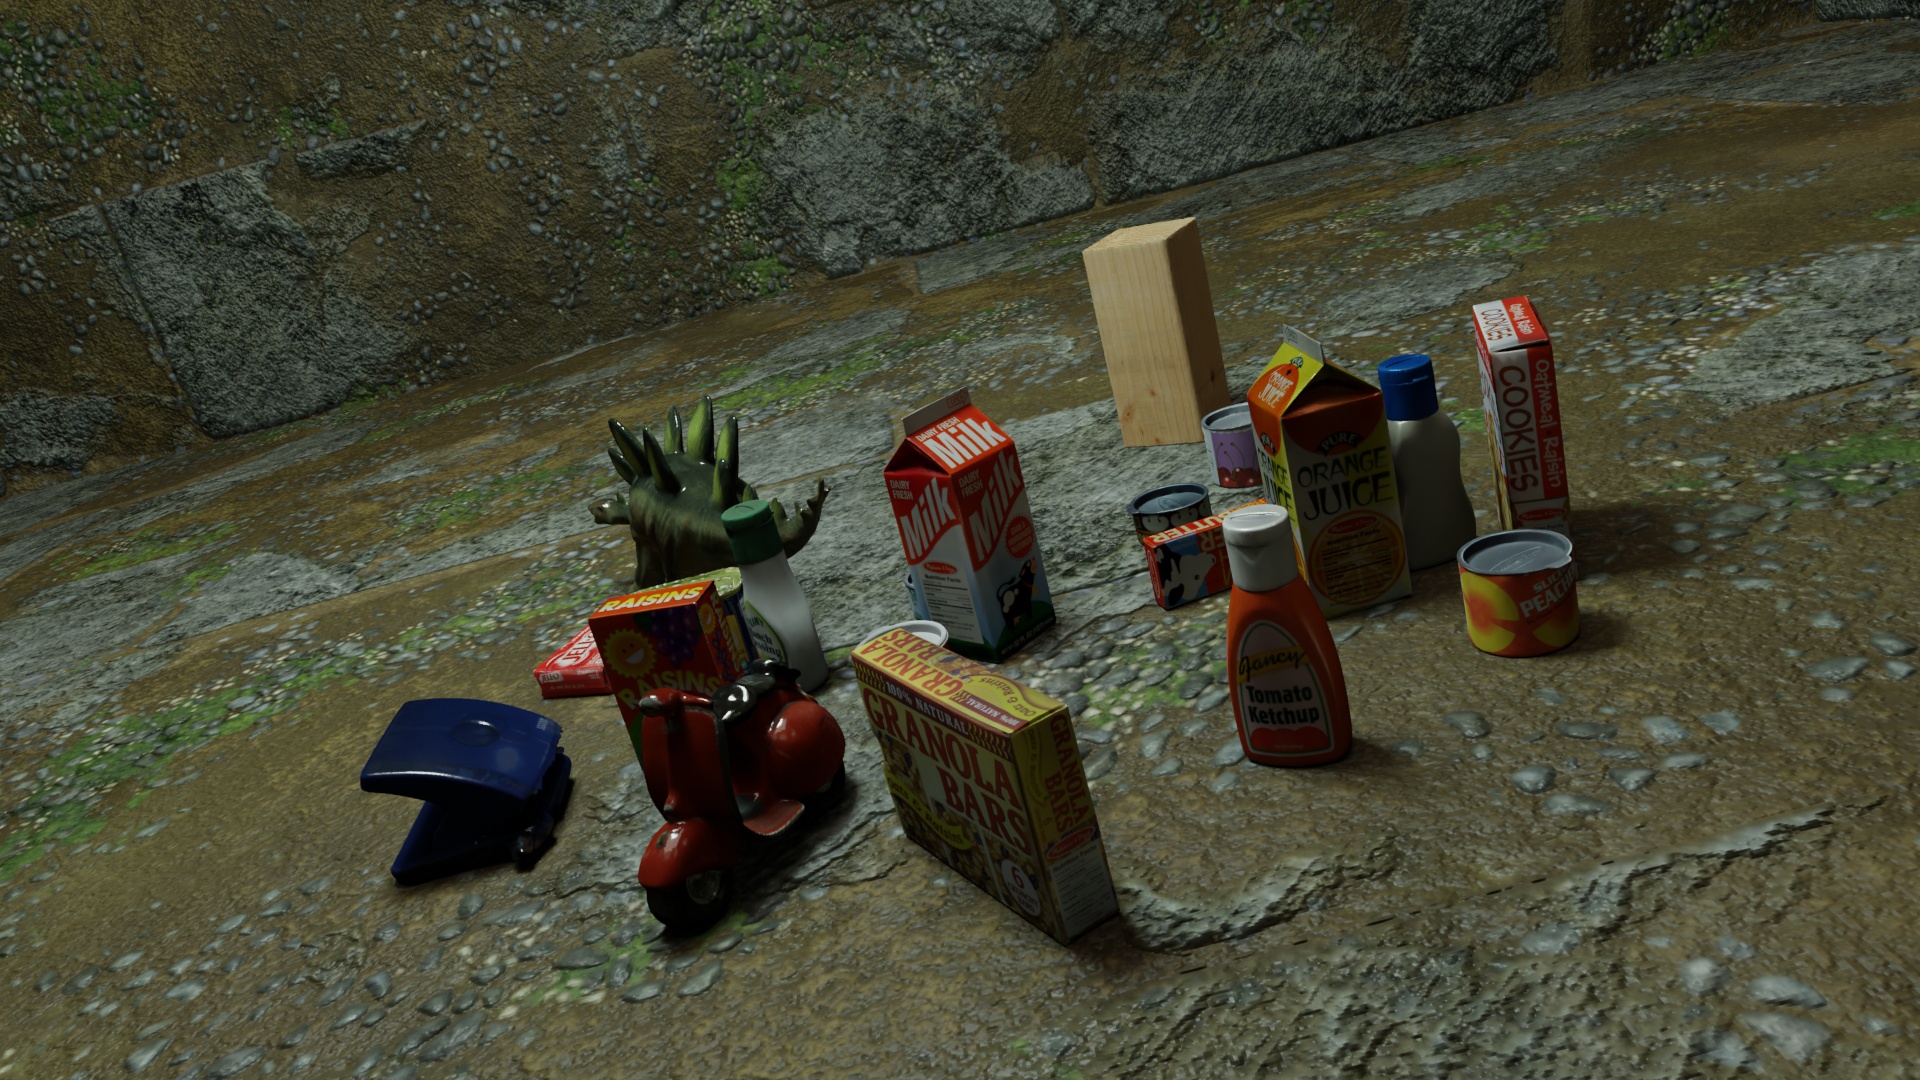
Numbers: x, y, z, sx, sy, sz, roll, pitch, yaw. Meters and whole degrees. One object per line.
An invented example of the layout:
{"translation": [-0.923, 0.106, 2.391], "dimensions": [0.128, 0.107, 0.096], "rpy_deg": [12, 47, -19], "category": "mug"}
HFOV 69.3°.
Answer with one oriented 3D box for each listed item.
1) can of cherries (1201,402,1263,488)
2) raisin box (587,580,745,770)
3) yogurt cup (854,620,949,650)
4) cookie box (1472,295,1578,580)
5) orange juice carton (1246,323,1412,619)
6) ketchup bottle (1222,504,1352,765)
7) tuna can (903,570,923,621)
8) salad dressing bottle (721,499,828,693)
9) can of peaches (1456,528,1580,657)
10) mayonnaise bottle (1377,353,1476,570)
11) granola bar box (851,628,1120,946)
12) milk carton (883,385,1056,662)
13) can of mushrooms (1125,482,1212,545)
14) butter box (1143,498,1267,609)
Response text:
{"translation": [0.255, -0.085, 1.239], "dimensions": [0.071, 0.058, 0.072], "rpy_deg": [-13, 20, 5], "category": "can of cherries"}
{"translation": [-0.198, 0.096, 0.976], "dimensions": [0.086, 0.123, 0.040], "rpy_deg": [-9, 20, 16], "category": "raisin box"}
{"translation": [-0.036, 0.094, 0.966], "dimensions": [0.072, 0.053, 0.072], "rpy_deg": [-13, 20, 5], "category": "yogurt cup"}
{"translation": [0.384, -0.070, 0.945], "dimensions": [0.040, 0.166, 0.123], "rpy_deg": [-9, 20, 18], "category": "cookie box"}
{"translation": [0.249, -0.051, 0.951], "dimensions": [0.073, 0.192, 0.072], "rpy_deg": [-15, 19, -1], "category": "orange juice carton"}
{"translation": [0.179, 0.054, 0.783], "dimensions": [0.064, 0.148, 0.044], "rpy_deg": [-5, 22, 27], "category": "ketchup bottle"}
{"translation": [-0.008, 0.038, 1.130], "dimensions": [0.071, 0.032, 0.071], "rpy_deg": [-13, 20, 5], "category": "tuna can"}
{"translation": [-0.140, 0.043, 1.041], "dimensions": [0.044, 0.147, 0.064], "rpy_deg": [-25, 22, -27], "category": "salad dressing bottle"}
{"translation": [0.346, 0.033, 0.856], "dimensions": [0.071, 0.058, 0.071], "rpy_deg": [-13, 20, 5], "category": "can of peaches"}
{"translation": [0.323, -0.056, 0.979], "dimensions": [0.065, 0.147, 0.041], "rpy_deg": [-18, 19, -9], "category": "mayonnaise bottle"}
{"translation": [0.008, 0.126, 0.745], "dimensions": [0.039, 0.123, 0.165], "rpy_deg": [-25, 22, -26], "category": "granola bar box"}
{"translation": [0.004, -0.013, 1.027], "dimensions": [0.073, 0.190, 0.073], "rpy_deg": [5, 27, 44], "category": "milk carton"}
{"translation": [0.175, -0.021, 1.159], "dimensions": [0.071, 0.033, 0.071], "rpy_deg": [-13, 20, 5], "category": "can of mushrooms"}
{"translation": [0.191, 0.010, 1.036], "dimensions": [0.104, 0.053, 0.024], "rpy_deg": [-18, 20, -10], "category": "butter box"}
